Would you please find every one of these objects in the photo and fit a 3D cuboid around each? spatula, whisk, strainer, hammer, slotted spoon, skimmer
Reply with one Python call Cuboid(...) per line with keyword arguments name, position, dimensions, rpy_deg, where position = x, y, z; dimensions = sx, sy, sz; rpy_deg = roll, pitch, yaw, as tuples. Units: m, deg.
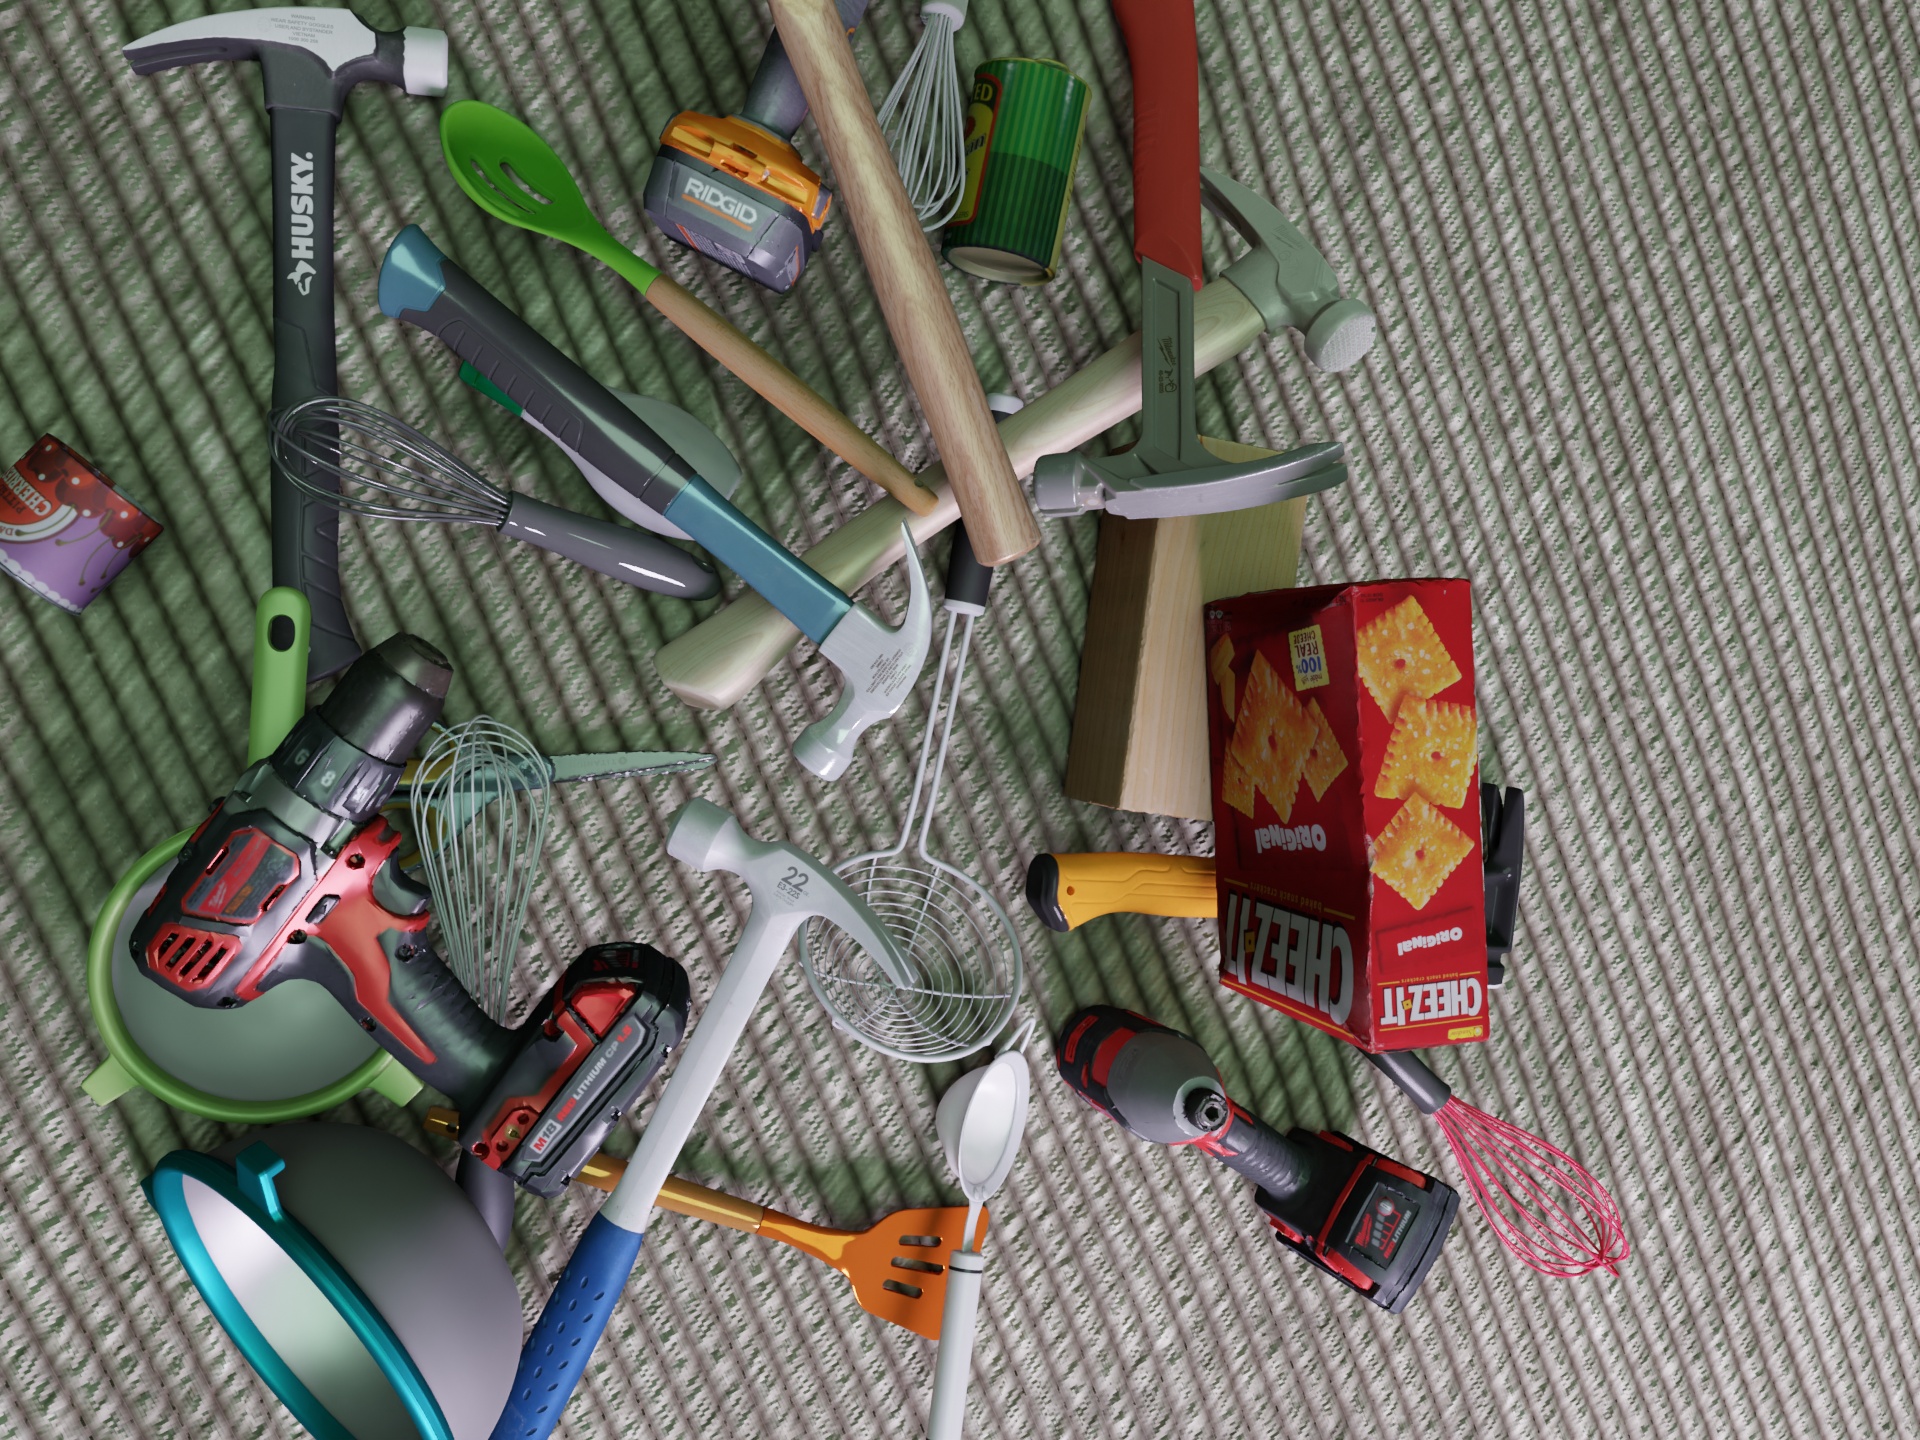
Cuboid(name="spatula", position=(-0.135, 0.265, 0.873), dimensions=(0.322, 0.041, 0.081), rpy_deg=(22, 84, -12))
Cuboid(name="whisk", position=(-0.241, 0.138, 0.799), dimensions=(0.070, 0.070, 0.284), rpy_deg=(0, 97, -17))
Cuboid(name="whisk", position=(-0.226, -0.104, 0.798), dimensions=(0.238, 0.055, 0.055), rpy_deg=(19, 87, -31))
Cuboid(name="strainer", position=(0.002, 0.292, 0.883), dimensions=(0.050, 0.086, 0.258), rpy_deg=(2, 76, 26))
Cuboid(name="hammer", position=(-0.164, 0.250, 0.814), dimensions=(0.144, 0.035, 0.405), rpy_deg=(28, 95, 8))
Cuboid(name="whisk", position=(0.307, 0.248, 0.986), dimensions=(0.295, 0.073, 0.073), rpy_deg=(44, 80, -9))
Cuboid(name="hammer", position=(-0.151, -0.120, 0.789), dimensions=(0.331, 0.033, 0.128), rpy_deg=(40, 98, -7))
Cuboid(name="slotted spoon", position=(-0.137, -0.205, 0.812), dimensions=(0.314, 0.031, 0.070), rpy_deg=(38, 42, -2))
Cuboid(name="whisk", position=(-0.012, -0.373, 0.859), dimensions=(0.058, 0.059, 0.246), rpy_deg=(10, 79, -2))
Cuboid(name="hammer", position=(-0.331, -0.182, 0.789), dimensions=(0.146, 0.035, 0.335), rpy_deg=(0, 93, -17))
Cuboid(name="strainer", position=(-0.244, 0.318, 0.767), dimensions=(0.095, 0.211, 0.340), rpy_deg=(-40, 100, -41))
Cuboid(name="strainer", position=(-0.333, 0.063, 0.776), dimensions=(0.151, 0.069, 0.256), rpy_deg=(4, 94, -16))
Cuboid(name="hammer", position=(0.118, -0.268, 0.834), dimensions=(0.149, 0.036, 0.359), rpy_deg=(-5, 64, 17))
Cuboid(name="skimmer", position=(-0.001, -0.003, 0.864), dimensions=(0.127, 0.090, 0.363), rpy_deg=(12, 89, -16))
Cuboid(name="hammer", position=(0.010, -0.142, 0.851), dimensions=(0.410, 0.038, 0.146), rpy_deg=(-33, 61, 1))
Cuboid(name="hammer", position=(-0.031, -0.228, 0.745), dimensions=(0.130, 0.031, 0.331), rpy_deg=(-25, 110, -6))
Cuboid(name="hammer", position=(0.192, 0.092, 0.929), dimensions=(0.336, 0.034, 0.127), rpy_deg=(4, 94, -25))

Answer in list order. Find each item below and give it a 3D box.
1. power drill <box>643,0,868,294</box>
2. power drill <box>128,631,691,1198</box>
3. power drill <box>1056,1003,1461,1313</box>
Cuboid(name="power drill", position=(-0.075, -0.338, 0.806), dimensions=(0.084, 0.164, 0.226), rpy_deg=(25, 96, -6))
Cuboid(name="power drill", position=(-0.232, 0.089, 0.728), dimensions=(0.226, 0.080, 0.188), rpy_deg=(37, 91, -13))
Cuboid(name="power drill", position=(0.166, 0.241, 0.899), dimensions=(0.219, 0.143, 0.078), rpy_deg=(35, 80, -17))
